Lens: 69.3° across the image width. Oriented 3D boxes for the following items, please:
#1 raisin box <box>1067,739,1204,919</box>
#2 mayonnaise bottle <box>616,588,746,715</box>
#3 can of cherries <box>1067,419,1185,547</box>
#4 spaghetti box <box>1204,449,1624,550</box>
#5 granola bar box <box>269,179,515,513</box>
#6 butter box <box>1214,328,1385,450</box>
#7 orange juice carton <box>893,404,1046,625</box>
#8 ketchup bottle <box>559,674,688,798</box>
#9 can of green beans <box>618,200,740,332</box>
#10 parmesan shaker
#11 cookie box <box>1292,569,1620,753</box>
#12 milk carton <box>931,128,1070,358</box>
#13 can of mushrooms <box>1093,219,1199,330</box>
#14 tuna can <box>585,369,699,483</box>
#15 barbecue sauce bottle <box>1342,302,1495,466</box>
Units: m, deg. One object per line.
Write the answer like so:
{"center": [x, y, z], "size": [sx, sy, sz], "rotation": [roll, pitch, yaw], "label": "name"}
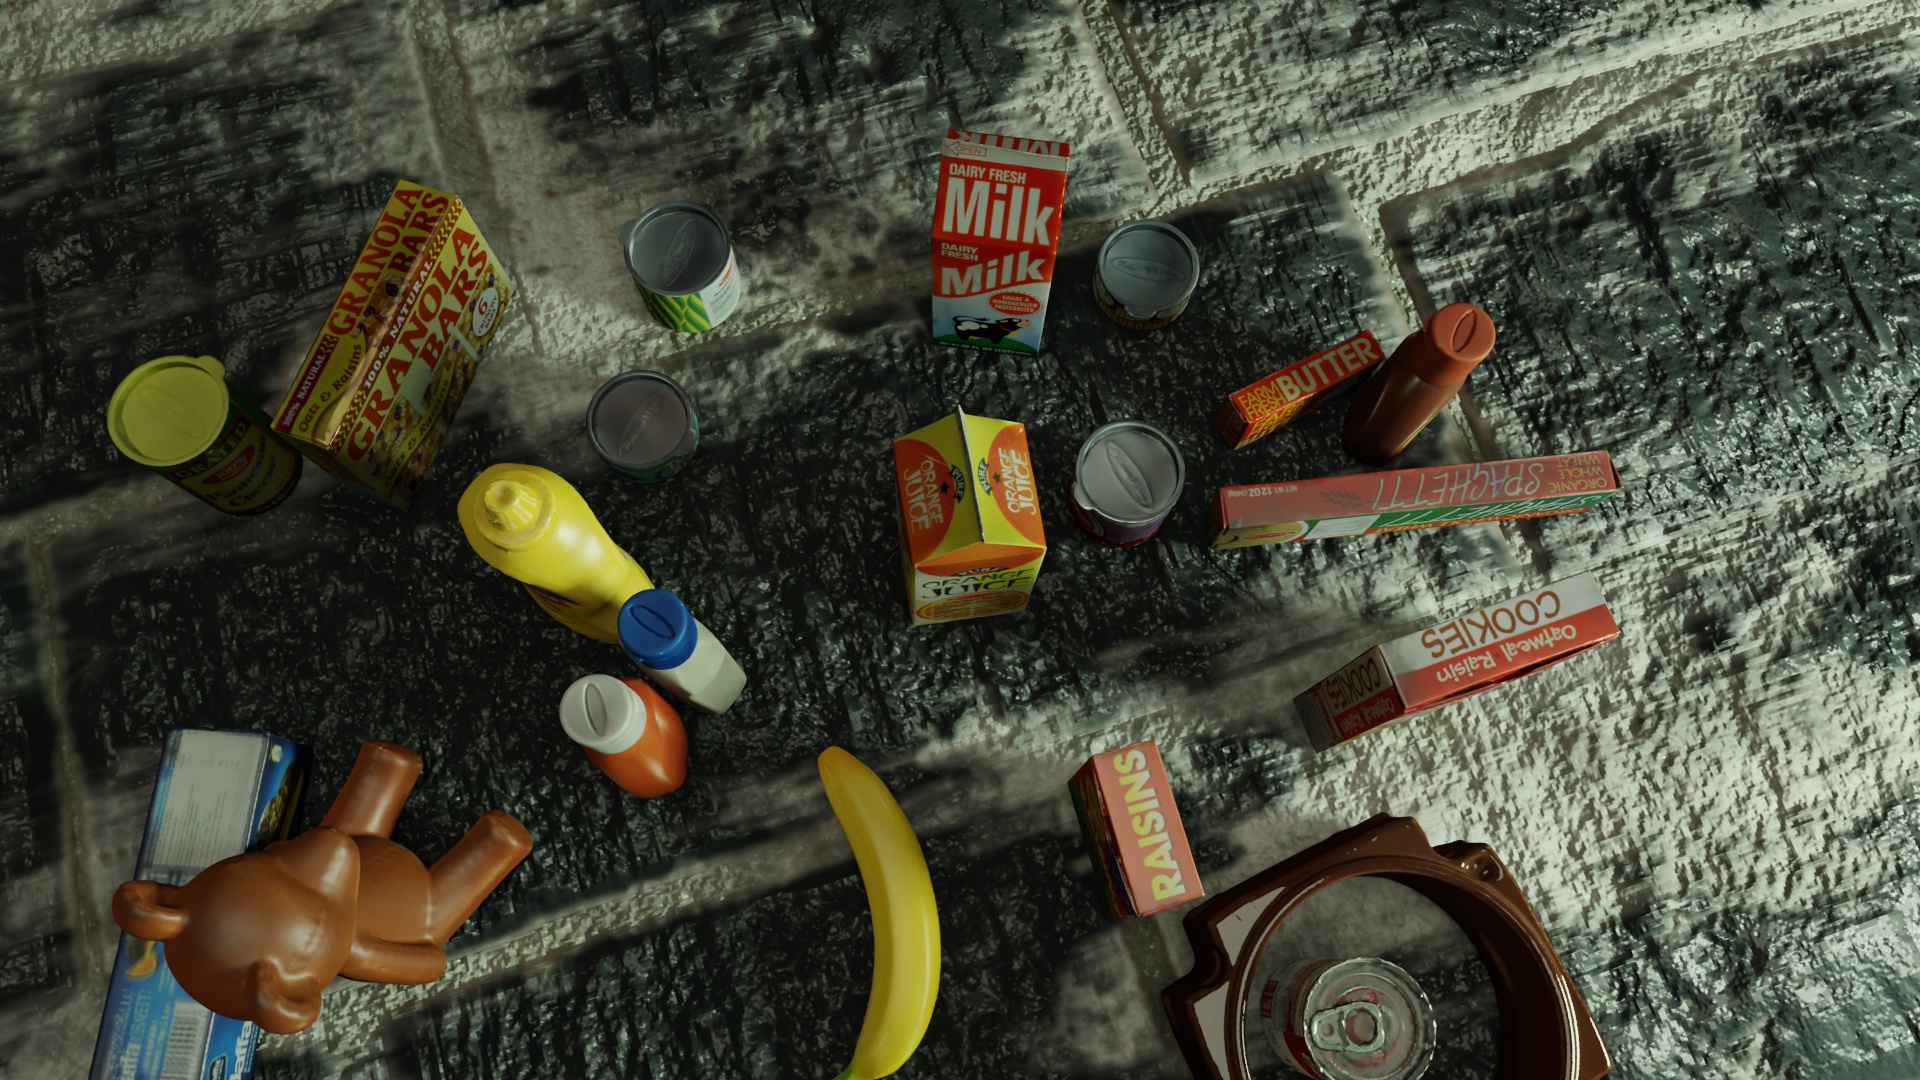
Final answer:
{"center": [0.093, 0.162, 0.767], "size": [0.040, 0.123, 0.086], "rotation": [-14, 75, -6], "label": "raisin box"}
{"center": [-0.158, 0.061, 0.775], "size": [0.065, 0.147, 0.041], "rotation": [33, 76, 7], "label": "mayonnaise bottle"}
{"center": [0.098, -0.033, 0.858], "size": [0.071, 0.058, 0.071], "rotation": [1, 74, -2], "label": "can of cherries"}
{"center": [0.280, -0.025, 0.866], "size": [0.250, 0.050, 0.029], "rotation": [-6, 74, -4], "label": "spaghetti box"}
{"center": [-0.335, -0.113, 0.833], "size": [0.039, 0.124, 0.166], "rotation": [19, 74, 4], "label": "granola bar box"}
{"center": [0.214, -0.095, 0.883], "size": [0.104, 0.053, 0.024], "rotation": [-26, 77, -9], "label": "butter box"}
{"center": [0.003, -0.010, 0.778], "size": [0.073, 0.192, 0.072], "rotation": [-8, 75, -4], "label": "orange juice carton"}
{"center": [-0.183, 0.103, 0.762], "size": [0.043, 0.148, 0.065], "rotation": [-16, 75, -6], "label": "ketchup bottle"}
{"center": [-0.177, -0.174, 0.890], "size": [0.071, 0.057, 0.071], "rotation": [1, 74, -2], "label": "can of green beans"}
{"center": [-0.442, -0.061, 0.825], "size": [0.071, 0.103, 0.071], "rotation": [0, 74, -2], "label": "parmesan shaker"}
{"center": [0.269, 0.073, 0.776], "size": [0.123, 0.167, 0.040], "rotation": [-19, 76, -7], "label": "cookie box"}
{"center": [0.022, -0.183, 0.831], "size": [0.072, 0.190, 0.073], "rotation": [8, 74, 1], "label": "milk carton"}
{"center": [0.120, -0.172, 0.912], "size": [0.071, 0.033, 0.071], "rotation": [1, 74, -2], "label": "can of mushrooms"}
{"center": [-0.196, -0.070, 0.872], "size": [0.071, 0.032, 0.071], "rotation": [1, 74, -2], "label": "tuna can"}
{"center": [0.274, -0.096, 0.835], "size": [0.044, 0.148, 0.065], "rotation": [28, 75, 6], "label": "barbecue sauce bottle"}
